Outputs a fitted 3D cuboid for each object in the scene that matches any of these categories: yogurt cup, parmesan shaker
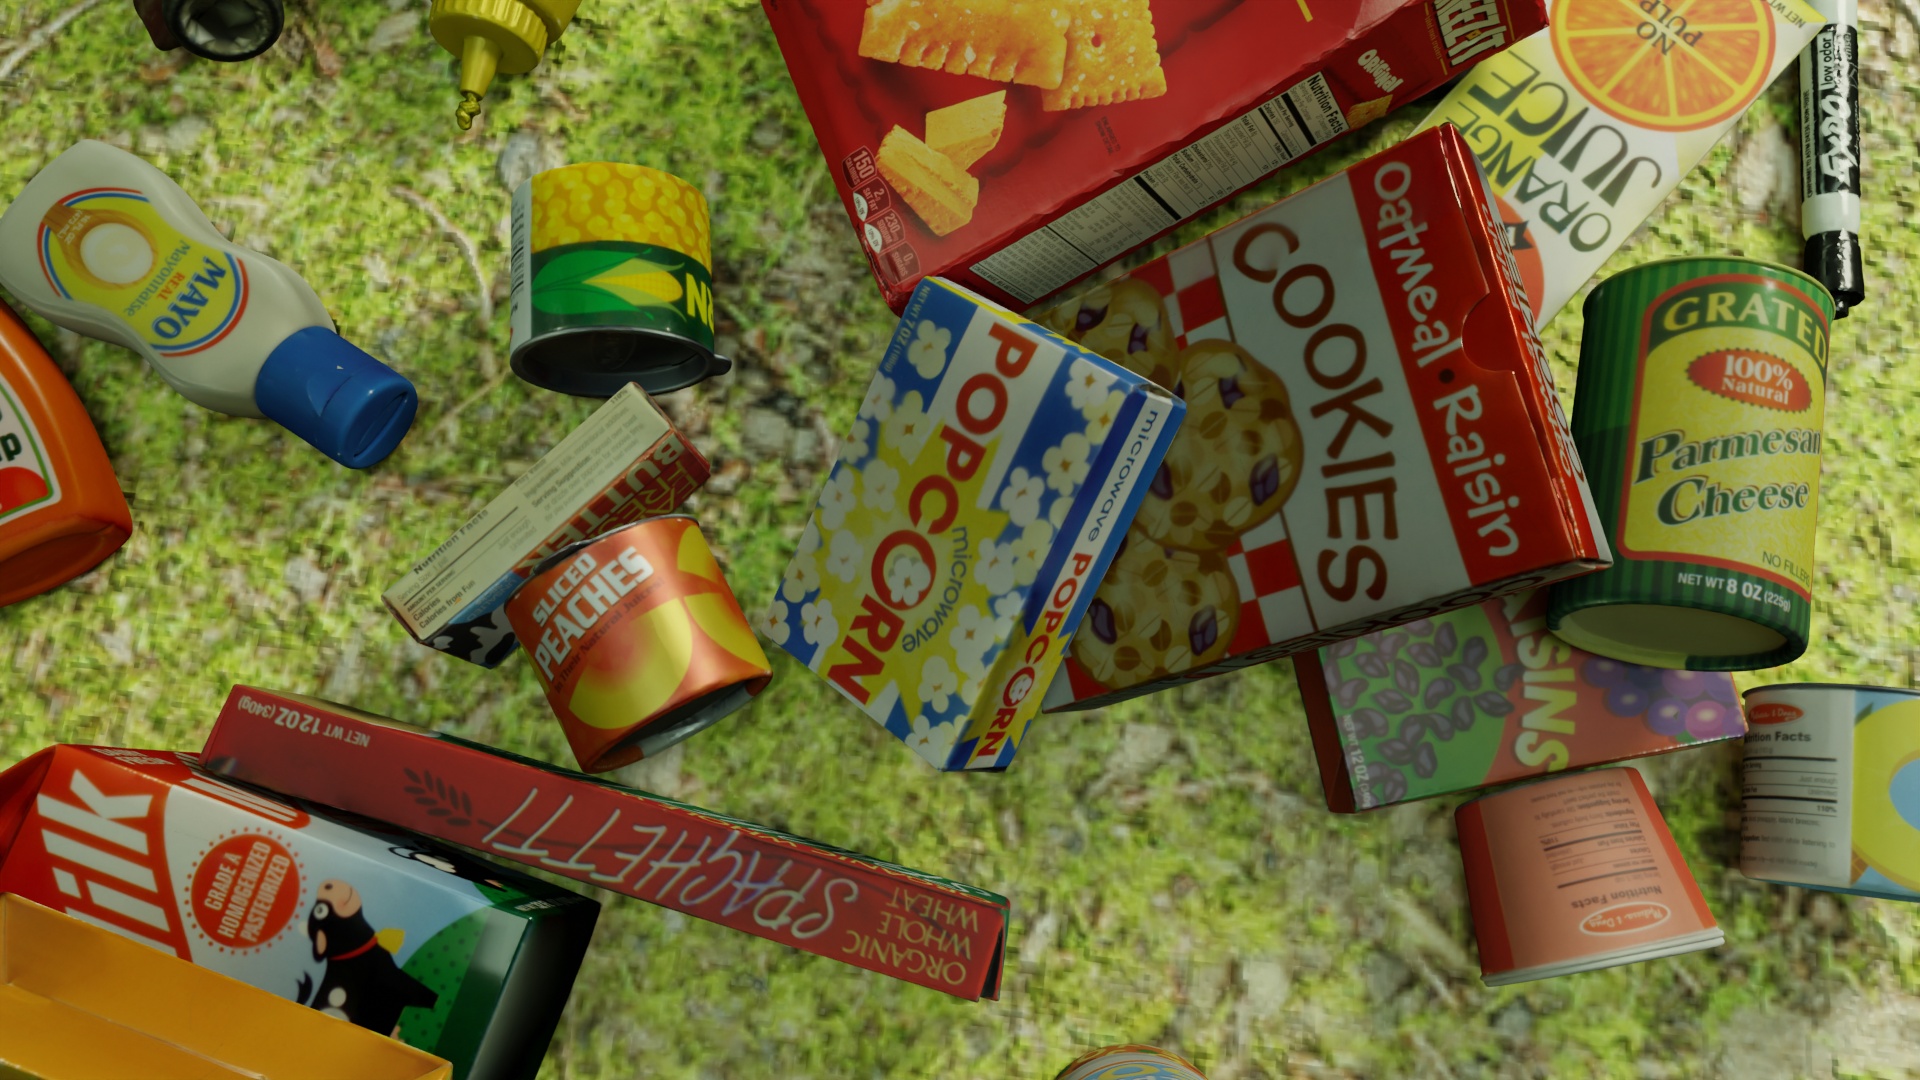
[{"bbox_3d":[0.183,0.100,0.415,0.072,0.072,0.054,-11,70,0],"label":"yogurt cup"},{"bbox_3d":[0.212,-0.020,0.398,0.071,0.071,0.103,12,74,5],"label":"parmesan shaker"}]

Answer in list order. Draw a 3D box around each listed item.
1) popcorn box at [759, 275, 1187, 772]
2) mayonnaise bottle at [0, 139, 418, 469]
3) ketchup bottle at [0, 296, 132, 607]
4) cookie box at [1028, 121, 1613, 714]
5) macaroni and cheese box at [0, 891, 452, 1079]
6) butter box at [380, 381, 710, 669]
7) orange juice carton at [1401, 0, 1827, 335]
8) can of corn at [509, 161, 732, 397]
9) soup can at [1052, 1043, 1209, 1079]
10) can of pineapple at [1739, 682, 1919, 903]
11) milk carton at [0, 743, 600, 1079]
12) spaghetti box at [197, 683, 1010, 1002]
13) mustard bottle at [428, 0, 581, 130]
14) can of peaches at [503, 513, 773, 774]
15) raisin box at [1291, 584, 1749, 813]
[{"bbox_3d":[0.001,-0.005,0.420,0.085,0.038,0.126,33,103,32],"label":"popcorn box"},{"bbox_3d":[-0.257,-0.077,0.478,0.148,0.041,0.065,32,79,9],"label":"mayonnaise bottle"},{"bbox_3d":[-0.342,-0.053,0.475,0.065,0.043,0.149,-29,78,-4],"label":"ketchup bottle"},{"bbox_3d":[0.087,-0.028,0.412,0.167,0.040,0.123,-21,75,34],"label":"cookie box"},{"bbox_3d":[-0.197,0.179,0.368,0.124,0.165,0.040,19,36,6],"label":"macaroni and cheese box"},{"bbox_3d":[-0.131,-0.003,0.452,0.103,0.053,0.024,-43,77,-8],"label":"butter box"},{"bbox_3d":[0.178,-0.109,0.455,0.072,0.073,0.193,43,83,10],"label":"orange juice carton"},{"bbox_3d":[-0.113,-0.085,0.463,0.071,0.071,0.058,-5,78,1],"label":"can of corn"},{"bbox_3d":[0.050,0.179,0.390,0.071,0.083,0.071,0,78,2],"label":"soup can"},{"bbox_3d":[0.272,0.076,0.415,0.071,0.071,0.058,8,79,4],"label":"can of pineapple"},{"bbox_3d":[-0.218,0.114,0.420,0.191,0.072,0.073,19,80,6],"label":"milk carton"},{"bbox_3d":[-0.105,0.092,0.432,0.250,0.050,0.029,15,80,5],"label":"spaghetti box"},{"bbox_3d":[-0.160,-0.223,0.503,0.065,0.048,0.160,7,78,10],"label":"mustard bottle"},{"bbox_3d":[-0.101,0.033,0.434,0.071,0.071,0.058,-28,80,-4],"label":"can of peaches"},{"bbox_3d":[0.171,0.033,0.441,0.123,0.040,0.086,-11,77,-1],"label":"raisin box"}]
